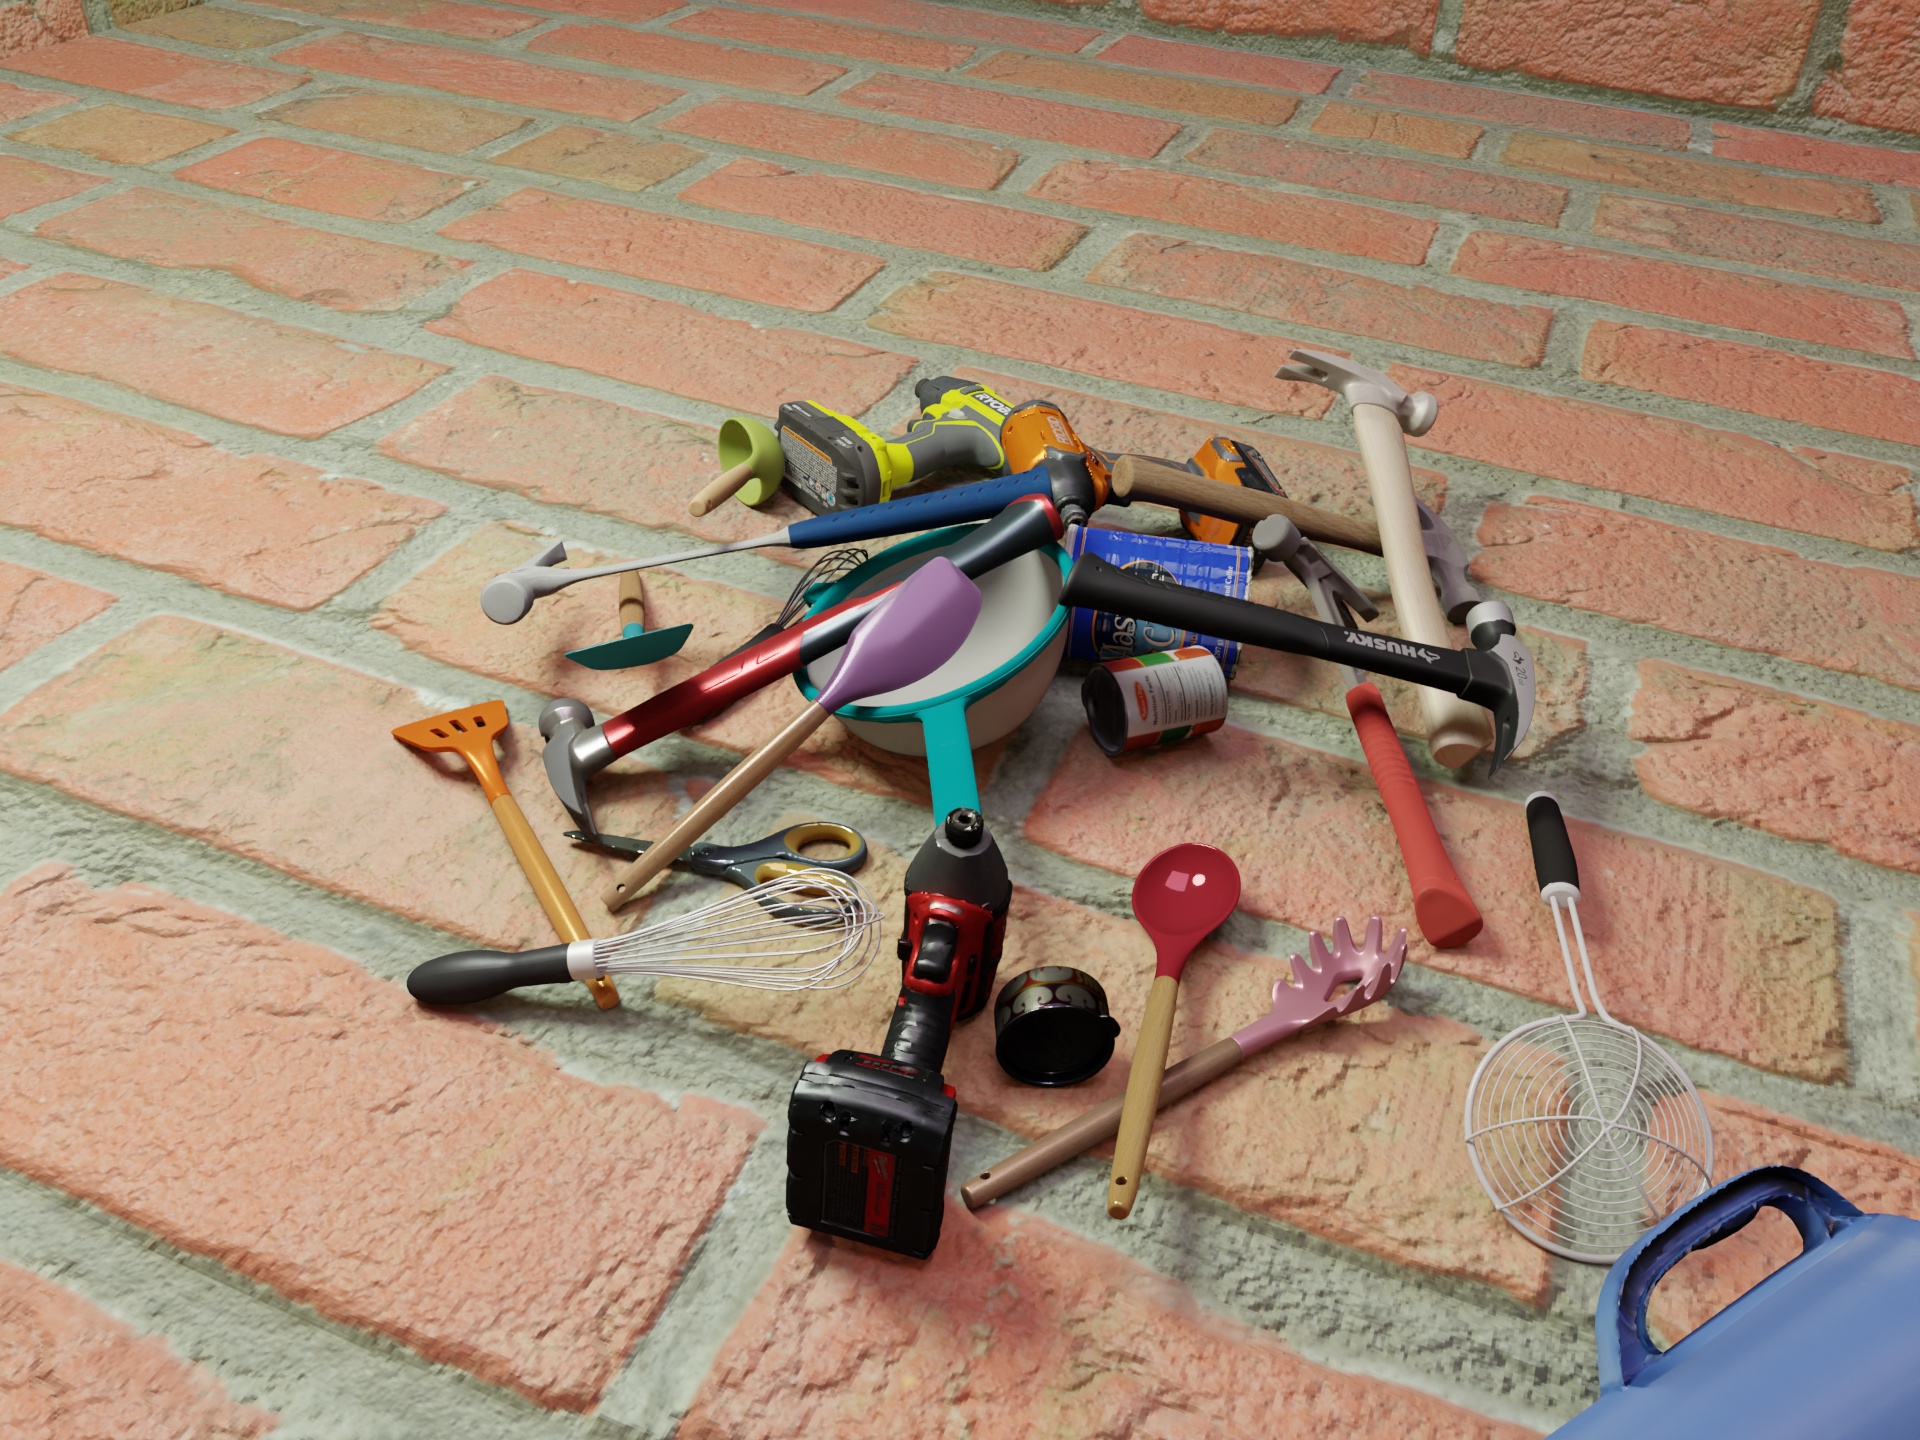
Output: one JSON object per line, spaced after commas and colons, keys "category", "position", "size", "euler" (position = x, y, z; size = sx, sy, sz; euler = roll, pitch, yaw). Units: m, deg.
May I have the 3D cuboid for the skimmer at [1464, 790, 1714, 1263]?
{"category": "skimmer", "position": [0.361, 0.162, 0.957], "size": [0.127, 0.090, 0.363], "euler": [8, 27, 10]}

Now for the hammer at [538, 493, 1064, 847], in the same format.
{"category": "hammer", "position": [-0.099, -0.047, 1.075], "size": [0.386, 0.038, 0.143], "euler": [-27, 36, -5]}

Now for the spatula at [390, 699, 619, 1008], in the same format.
{"category": "spatula", "position": [-0.286, 0.075, 1.029], "size": [0.081, 0.041, 0.323], "euler": [-18, 46, -26]}

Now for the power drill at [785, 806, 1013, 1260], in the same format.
{"category": "power drill", "position": [-0.022, 0.155, 0.844], "size": [0.078, 0.143, 0.220], "euler": [13, 40, 8]}

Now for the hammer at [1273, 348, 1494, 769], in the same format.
{"category": "hammer", "position": [0.338, -0.137, 1.240], "size": [0.146, 0.038, 0.411], "euler": [15, 48, -18]}

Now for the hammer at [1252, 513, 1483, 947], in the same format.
{"category": "hammer", "position": [0.295, 0.008, 1.117], "size": [0.036, 0.149, 0.359], "euler": [-34, 41, 24]}

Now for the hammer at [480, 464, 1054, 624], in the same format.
{"category": "hammer", "position": [-0.134, -0.134, 1.161], "size": [0.405, 0.035, 0.144], "euler": [-10, 16, 1]}

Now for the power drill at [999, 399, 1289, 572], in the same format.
{"category": "power drill", "position": [0.153, -0.189, 1.325], "size": [0.226, 0.084, 0.164], "euler": [9, 35, -17]}

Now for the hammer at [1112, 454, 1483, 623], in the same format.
{"category": "hammer", "position": [0.267, -0.162, 1.266], "size": [0.331, 0.031, 0.130], "euler": [10, 50, -24]}

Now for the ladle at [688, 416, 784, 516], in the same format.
{"category": "ladle", "position": [-0.190, -0.192, 1.269], "size": [0.062, 0.078, 0.320], "euler": [-9, 16, 5]}

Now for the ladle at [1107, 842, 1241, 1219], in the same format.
{"category": "ladle", "position": [0.114, 0.165, 0.901], "size": [0.069, 0.031, 0.315], "euler": [-5, 26, 18]}

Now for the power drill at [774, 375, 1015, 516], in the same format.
{"category": "power drill", "position": [-0.051, -0.255, 1.443], "size": [0.223, 0.080, 0.171], "euler": [-20, 43, -33]}

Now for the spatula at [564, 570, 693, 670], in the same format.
{"category": "spatula", "position": [-0.237, -0.081, 1.147], "size": [0.082, 0.044, 0.318], "euler": [-15, 21, -8]}

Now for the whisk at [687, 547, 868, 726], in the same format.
{"category": "whisk", "position": [-0.137, -0.064, 1.205], "size": [0.055, 0.055, 0.239], "euler": [23, 46, 24]}

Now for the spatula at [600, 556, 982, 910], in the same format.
{"category": "spatula", "position": [-0.107, 0.011, 1.022], "size": [0.316, 0.018, 0.060], "euler": [-42, 82, -13]}

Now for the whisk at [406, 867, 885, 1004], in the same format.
{"category": "whisk", "position": [-0.181, 0.131, 0.902], "size": [0.284, 0.070, 0.070], "euler": [-9, 36, 8]}

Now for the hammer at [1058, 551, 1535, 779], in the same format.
{"category": "hammer", "position": [0.228, -0.053, 1.067], "size": [0.334, 0.035, 0.146], "euler": [12, 47, -8]}

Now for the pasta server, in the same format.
{"category": "pasta server", "position": [0.132, 0.190, 0.895], "size": [0.316, 0.040, 0.060], "euler": [-21, 23, -27]}

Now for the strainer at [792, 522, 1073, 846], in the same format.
{"category": "strainer", "position": [-0.002, -0.003, 1.083], "size": [0.211, 0.095, 0.341], "euler": [-18, 38, 8]}
